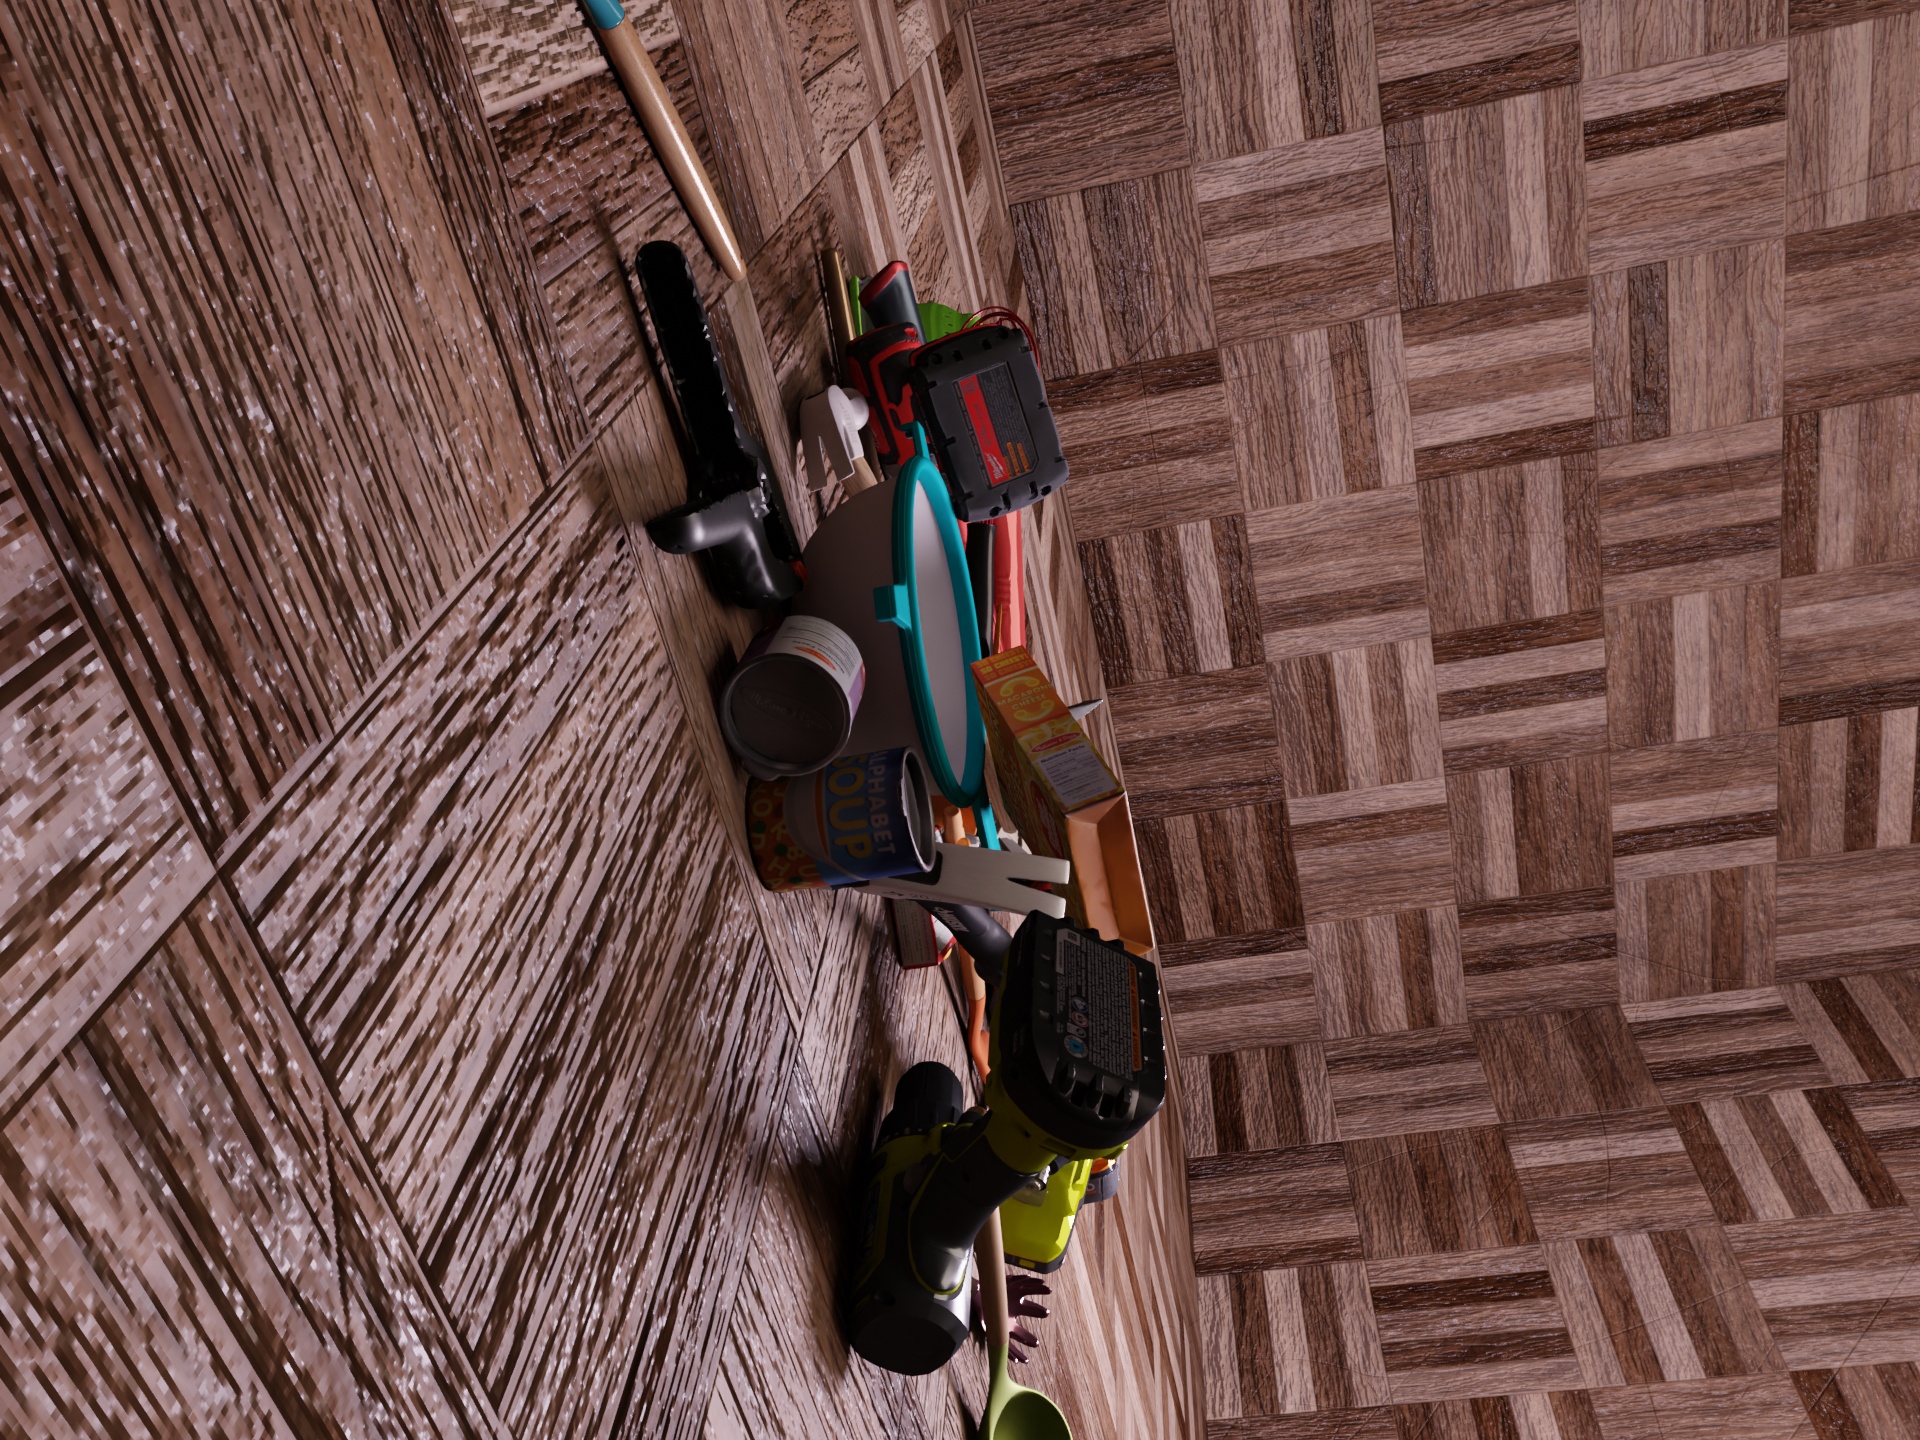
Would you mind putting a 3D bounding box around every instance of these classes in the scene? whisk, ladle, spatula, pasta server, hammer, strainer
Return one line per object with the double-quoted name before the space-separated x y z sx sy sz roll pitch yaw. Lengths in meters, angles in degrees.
"whisk" 0.019 -0.168 1.213 0.073 0.073 0.296 -1 95 -80
"ladle" 0.033 0.382 1.023 0.078 0.062 0.320 -39 131 -50
"spatula" 0.019 0.192 1.228 0.081 0.041 0.322 -95 178 -54
"pasta server" 0.005 0.373 1.051 0.315 0.040 0.060 62 45 -58
"hammer" 0.012 0.129 1.000 0.334 0.146 0.035 59 38 -68
"spatula" -0.151 -0.326 0.780 0.317 0.044 0.082 64 16 -63
"hammer" 0.004 -0.172 1.256 0.038 0.143 0.386 -8 -84 67
"strainer" -0.038 0.001 0.995 0.211 0.095 0.340 -86 166 -50
"hammer" -0.027 -0.073 1.091 0.331 0.031 0.130 65 14 -8
"hammer" 0.046 -0.052 1.323 0.037 0.149 0.359 -16 -108 57

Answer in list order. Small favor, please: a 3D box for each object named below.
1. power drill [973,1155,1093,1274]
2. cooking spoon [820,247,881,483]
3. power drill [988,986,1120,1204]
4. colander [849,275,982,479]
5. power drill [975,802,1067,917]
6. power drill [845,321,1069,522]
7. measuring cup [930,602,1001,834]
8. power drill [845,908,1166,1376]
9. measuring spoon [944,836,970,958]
"power drill" 0.058 0.280 1.092 0.223 0.080 0.171 97 11 -48
"cooking spoon" -0.071 -0.195 1.203 0.069 0.017 0.319 -51 131 -81
"power drill" 0.086 0.311 1.467 0.164 0.084 0.226 -63 139 -74
"colander" -0.002 -0.262 1.438 0.396 0.094 0.205 54 28 -69
"power drill" 0.080 0.173 1.371 0.187 0.080 0.227 46 12 -15
"power drill" -0.011 -0.202 1.099 0.220 0.078 0.143 32 -36 67
"measuring cup" -0.002 -0.004 1.180 0.095 0.052 0.173 44 52 -90
"power drill" 0.015 0.212 0.855 0.228 0.080 0.191 -56 -165 31
"measuring spoon" -0.004 0.130 1.159 0.021 0.011 0.116 47 -43 39
